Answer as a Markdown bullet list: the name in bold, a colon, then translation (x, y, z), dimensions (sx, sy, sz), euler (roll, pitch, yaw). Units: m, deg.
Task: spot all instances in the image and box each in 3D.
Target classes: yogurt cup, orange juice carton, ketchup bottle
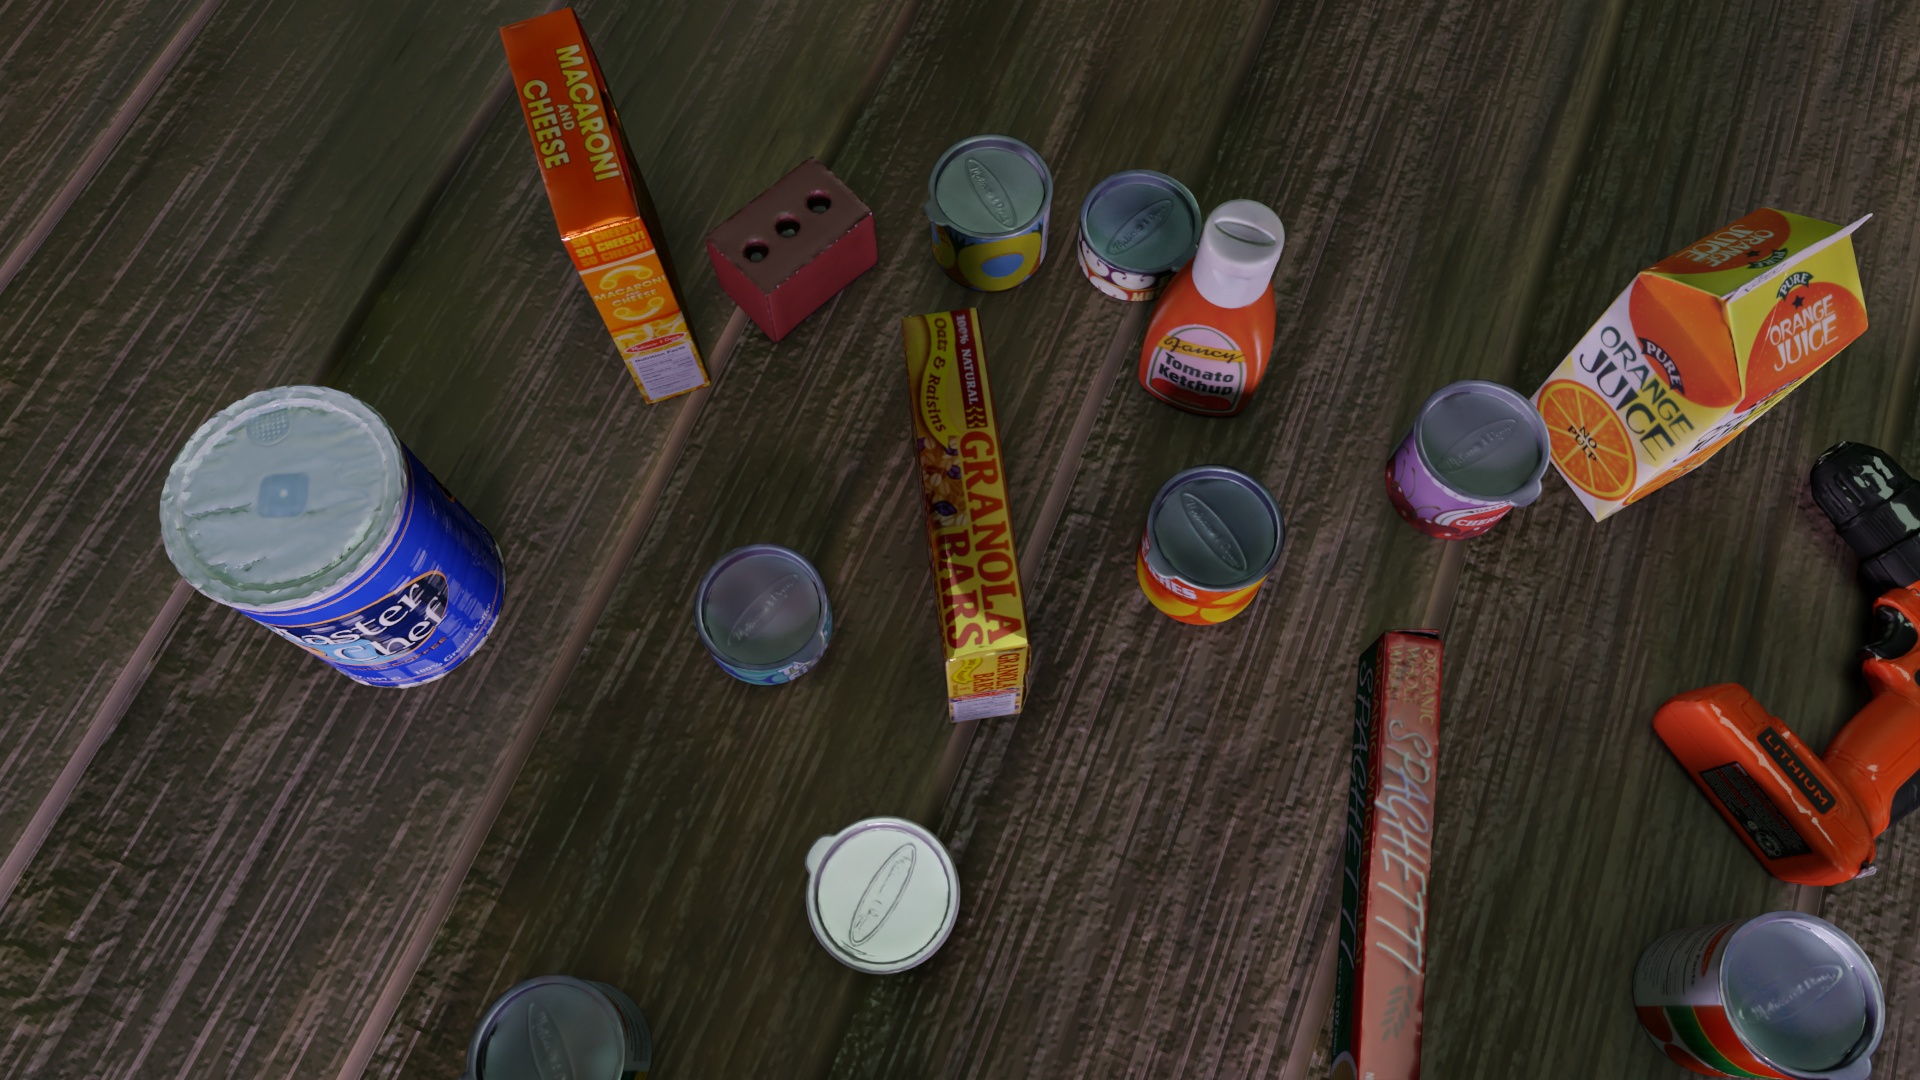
- **yogurt cup**: translation (-0.034, 0.164, 0.634), dimensions (0.072, 0.053, 0.072), euler (0, 70, 0)
- **orange juice carton**: translation (0.344, -0.086, 0.651), dimensions (0.072, 0.192, 0.073), euler (-27, 72, -9)
- **ketchup bottle**: translation (0.127, -0.113, 0.686), dimensions (0.065, 0.148, 0.044), euler (19, 71, 7)

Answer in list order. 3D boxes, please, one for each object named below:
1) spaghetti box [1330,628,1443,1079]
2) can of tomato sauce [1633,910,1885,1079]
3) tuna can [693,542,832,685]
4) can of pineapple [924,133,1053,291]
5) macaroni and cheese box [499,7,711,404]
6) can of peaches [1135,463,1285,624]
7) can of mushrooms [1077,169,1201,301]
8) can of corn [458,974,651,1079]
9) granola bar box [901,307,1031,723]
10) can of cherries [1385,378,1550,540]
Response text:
- **spaghetti box**: translation (0.194, 0.163, 0.634), dimensions (0.029, 0.050, 0.251), euler (9, 70, 4)
- **can of tomato sauce**: translation (0.344, 0.200, 0.602), dimensions (0.071, 0.082, 0.071), euler (0, 70, 0)
- **tuna can**: translation (-0.095, 0.039, 0.693), dimensions (0.071, 0.032, 0.071), euler (0, 69, 0)
- **can of pineapple**: translation (0.014, -0.178, 0.760), dimensions (0.071, 0.057, 0.071), euler (0, 70, 0)
- **macaroni and cheese box**: translation (-0.173, -0.161, 0.697), dimensions (0.040, 0.166, 0.124), euler (-19, 71, -6)
- **can of peaches**: translation (0.120, 0.004, 0.691), dimensions (0.071, 0.058, 0.071), euler (0, 70, 0)
- **can of mushrooms**: translation (0.100, -0.167, 0.768), dimensions (0.071, 0.033, 0.071), euler (0, 70, 0)
- **can of corn**: translation (-0.176, 0.227, 0.609), dimensions (0.071, 0.058, 0.071), euler (0, 70, 0)
- **granola bar box**: translation (0.002, -0.008, 0.661), dimensions (0.039, 0.123, 0.166), euler (-7, 70, -2)
- **can of cherries**: translation (0.257, -0.038, 0.705), dimensions (0.071, 0.058, 0.072), euler (0, 70, 0)
